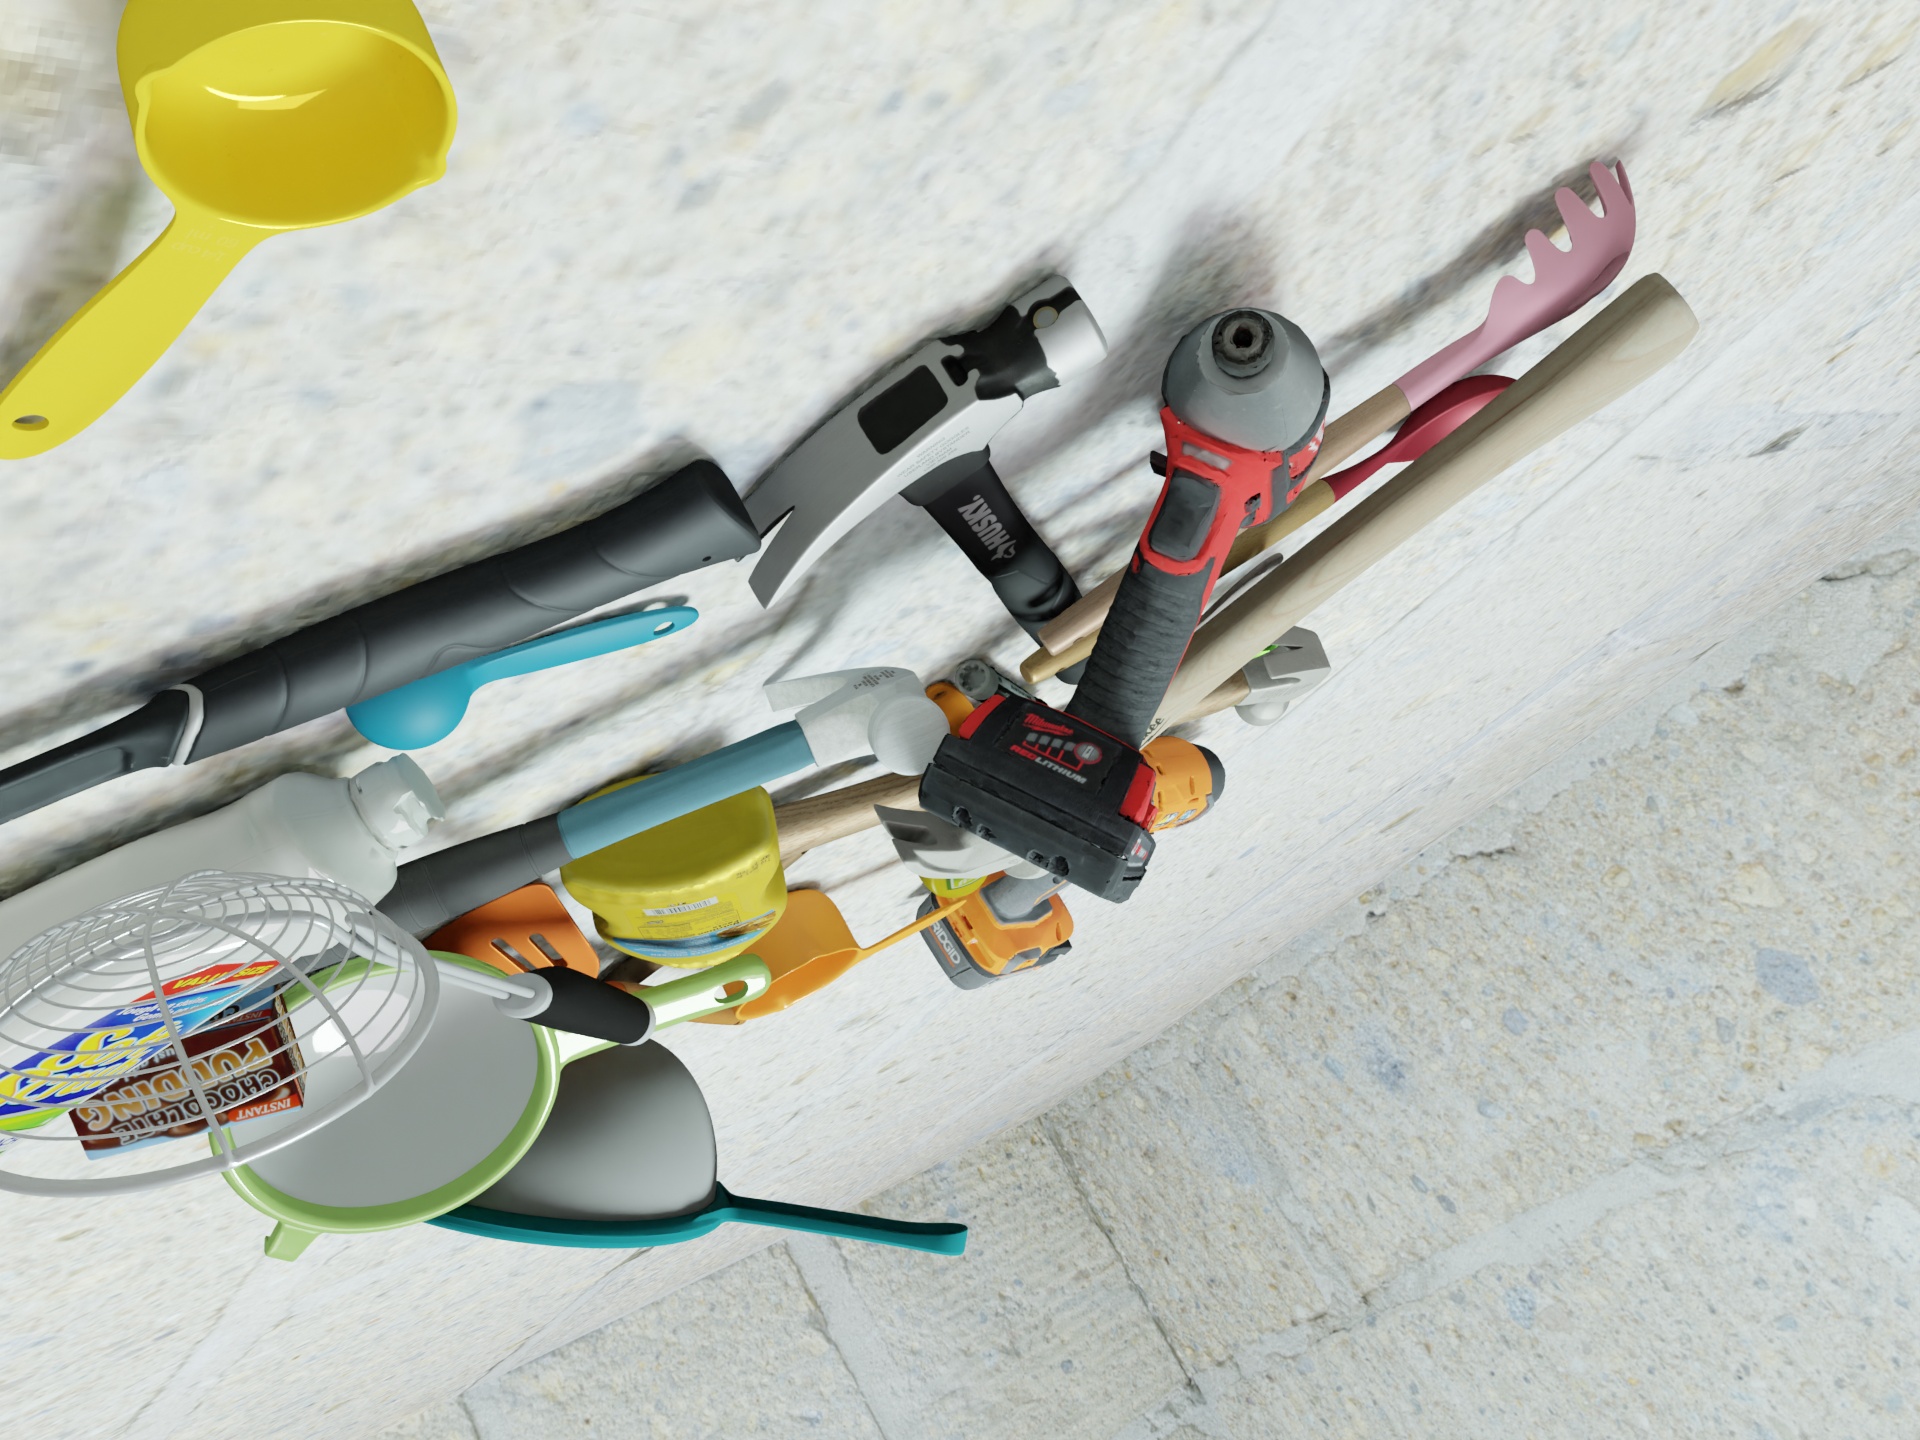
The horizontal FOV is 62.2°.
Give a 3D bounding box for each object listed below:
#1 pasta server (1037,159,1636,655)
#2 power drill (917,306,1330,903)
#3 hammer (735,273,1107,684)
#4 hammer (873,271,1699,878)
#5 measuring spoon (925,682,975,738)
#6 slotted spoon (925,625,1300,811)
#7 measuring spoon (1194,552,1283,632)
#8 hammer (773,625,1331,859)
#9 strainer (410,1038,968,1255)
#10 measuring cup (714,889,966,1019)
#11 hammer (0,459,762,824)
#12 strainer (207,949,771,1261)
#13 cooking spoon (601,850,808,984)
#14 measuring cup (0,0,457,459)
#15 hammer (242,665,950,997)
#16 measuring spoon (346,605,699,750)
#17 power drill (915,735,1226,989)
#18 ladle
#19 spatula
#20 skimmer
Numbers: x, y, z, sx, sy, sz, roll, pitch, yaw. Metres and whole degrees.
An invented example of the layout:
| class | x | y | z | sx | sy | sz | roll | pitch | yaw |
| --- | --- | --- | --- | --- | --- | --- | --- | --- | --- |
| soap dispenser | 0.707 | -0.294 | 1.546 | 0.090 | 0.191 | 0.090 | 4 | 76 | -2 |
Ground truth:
| class | x | y | z | sx | sy | sz | roll | pitch | yaw |
| --- | --- | --- | --- | --- | --- | --- | --- | --- | --- |
| pasta server | 0.162 | -0.129 | 0.684 | 0.316 | 0.040 | 0.060 | -35 | 163 | 3 |
| power drill | 0.072 | -0.047 | 0.595 | 0.220 | 0.078 | 0.143 | -64 | 168 | -3 |
| hammer | 0.018 | -0.064 | 0.672 | 0.146 | 0.035 | 0.334 | -33 | 162 | 6 |
| hammer | 0.140 | -0.054 | 0.715 | 0.410 | 0.038 | 0.146 | -39 | 157 | 20 |
| measuring spoon | -0.001 | -0.003 | 0.851 | 0.021 | 0.011 | 0.116 | -28 | 159 | 4 |
| slotted spoon | 0.088 | 0.001 | 0.953 | 0.313 | 0.031 | 0.070 | -21 | 143 | -27 |
| measuring spoon | 0.111 | -0.049 | 0.773 | 0.034 | 0.018 | 0.124 | -13 | 158 | -44 |
| hammer | 0.049 | 0.013 | 0.860 | 0.331 | 0.031 | 0.130 | -17 | 166 | -13 |
| strainer | -0.159 | 0.218 | 0.861 | 0.340 | 0.095 | 0.211 | 9 | 176 | 0 |
| measuring cup | -0.078 | 0.130 | 1.017 | 0.173 | 0.052 | 0.095 | -22 | 160 | -29 |
| hammer | -0.245 | 0.013 | 0.464 | 0.409 | 0.036 | 0.149 | -25 | 162 | -18 |
| strainer | -0.220 | 0.144 | 0.754 | 0.256 | 0.069 | 0.151 | -15 | 121 | -23 |
| cooking spoon | -0.191 | 0.147 | 0.933 | 0.319 | 0.017 | 0.068 | -38 | 160 | 25 |
| measuring cup | -0.163 | -0.101 | 0.322 | 0.156 | 0.029 | 0.062 | -27 | 166 | 32 |
| hammer | -0.168 | 0.050 | 0.625 | 0.331 | 0.033 | 0.128 | -22 | -167 | -6 |
| measuring spoon | -0.148 | -0.015 | 0.560 | 0.128 | 0.021 | 0.042 | -19 | 159 | -27 |
| power drill | 0.090 | 0.094 | 1.139 | 0.226 | 0.084 | 0.164 | -45 | 158 | 29 |
| ladle | 0.155 | -0.096 | 0.758 | 0.315 | 0.031 | 0.069 | -31 | 170 | -21 |
| spatula | -0.186 | 0.147 | 0.889 | 0.081 | 0.041 | 0.322 | -29 | 161 | 6 |
| skimmer | -0.186 | 0.119 | 0.558 | 0.127 | 0.090 | 0.363 | 2 | 164 | 11 |
